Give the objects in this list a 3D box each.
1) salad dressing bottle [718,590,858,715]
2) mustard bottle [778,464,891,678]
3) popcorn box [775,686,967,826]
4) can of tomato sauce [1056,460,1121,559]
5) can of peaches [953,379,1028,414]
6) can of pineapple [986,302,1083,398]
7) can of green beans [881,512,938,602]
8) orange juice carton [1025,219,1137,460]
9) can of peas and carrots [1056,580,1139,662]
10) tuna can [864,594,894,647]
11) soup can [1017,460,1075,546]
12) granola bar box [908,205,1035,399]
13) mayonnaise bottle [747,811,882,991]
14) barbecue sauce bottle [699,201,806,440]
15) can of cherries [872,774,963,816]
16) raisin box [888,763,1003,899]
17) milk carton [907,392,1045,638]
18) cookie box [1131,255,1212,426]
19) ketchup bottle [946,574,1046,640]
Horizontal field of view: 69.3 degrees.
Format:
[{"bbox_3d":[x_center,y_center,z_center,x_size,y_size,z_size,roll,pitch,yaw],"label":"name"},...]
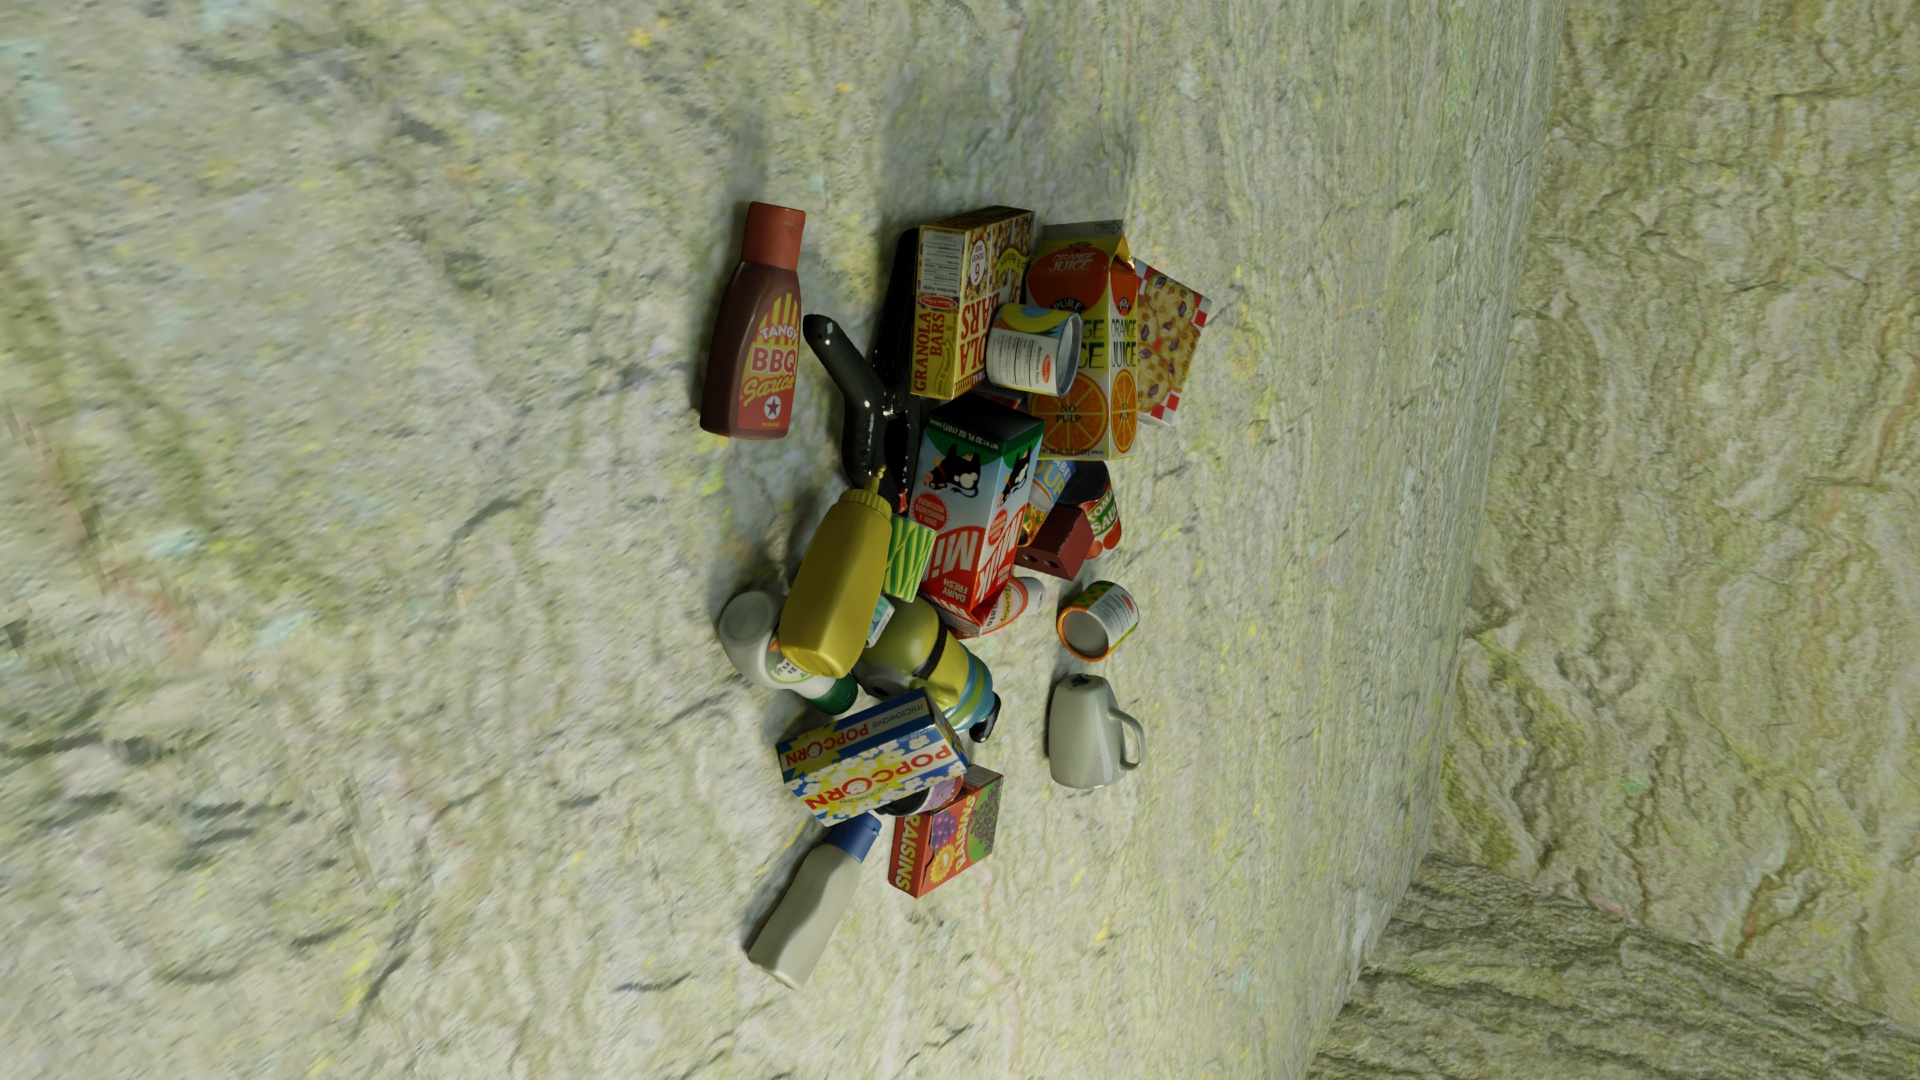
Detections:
[{"bbox_3d":[-0.121,0.086,1.017,0.064,0.044,0.147,-66,149,-18],"label":"salad dressing bottle"},{"bbox_3d":[-0.081,0.015,0.980,0.065,0.049,0.161,60,41,-54],"label":"mustard bottle"},{"bbox_3d":[-0.067,0.169,1.077,0.085,0.127,0.038,62,8,-51],"label":"popcorn box"},{"bbox_3d":[0.117,-0.031,1.323,0.071,0.071,0.082,-55,146,-28],"label":"can of tomato sauce"},{"bbox_3d":[0.031,-0.097,1.162,0.071,0.058,0.071,-33,131,-48],"label":"can of peaches"},{"bbox_3d":[0.058,-0.148,1.072,0.071,0.058,0.071,11,91,-73],"label":"can of pineapple"},{"bbox_3d":[-0.058,0.010,1.061,0.071,0.071,0.058,28,81,-59],"label":"can of green beans"},{"bbox_3d":[0.100,-0.162,1.131,0.073,0.072,0.192,-15,106,-64],"label":"orange juice carton"},{"bbox_3d":[0.139,0.084,1.424,0.059,0.071,0.070,-37,134,-45],"label":"can of peas and carrots"},{"bbox_3d":[-0.088,0.049,1.035,0.033,0.071,0.071,-61,148,-18],"label":"tuna can"},{"bbox_3d":[0.054,-0.046,1.212,0.084,0.071,0.071,-58,147,-23],"label":"soup can"},{"bbox_3d":[0.010,-0.186,1.065,0.166,0.039,0.123,-40,138,-63],"label":"granola bar box"},{"bbox_3d":[-0.115,0.288,1.132,0.149,0.041,0.064,-60,149,-23],"label":"mayonnaise bottle"},{"bbox_3d":[-0.129,-0.140,0.892,0.065,0.044,0.148,-6,109,-57],"label":"barbecue sauce bottle"},{"bbox_3d":[-0.041,0.201,1.188,0.058,0.071,0.071,4,101,-60],"label":"can of cherries"},{"bbox_3d":[-0.012,0.268,1.291,0.124,0.040,0.085,-14,117,-55],"label":"raisin box"},{"bbox_3d":[0.004,-0.014,1.120,0.074,0.072,0.189,-33,141,-55],"label":"milk carton"},{"bbox_3d":[0.132,-0.188,1.227,0.167,0.040,0.123,21,85,-30],"label":"cookie box"},{"bbox_3d":[0.027,0.052,1.244,0.149,0.043,0.064,-2,105,-59],"label":"ketchup bottle"}]
